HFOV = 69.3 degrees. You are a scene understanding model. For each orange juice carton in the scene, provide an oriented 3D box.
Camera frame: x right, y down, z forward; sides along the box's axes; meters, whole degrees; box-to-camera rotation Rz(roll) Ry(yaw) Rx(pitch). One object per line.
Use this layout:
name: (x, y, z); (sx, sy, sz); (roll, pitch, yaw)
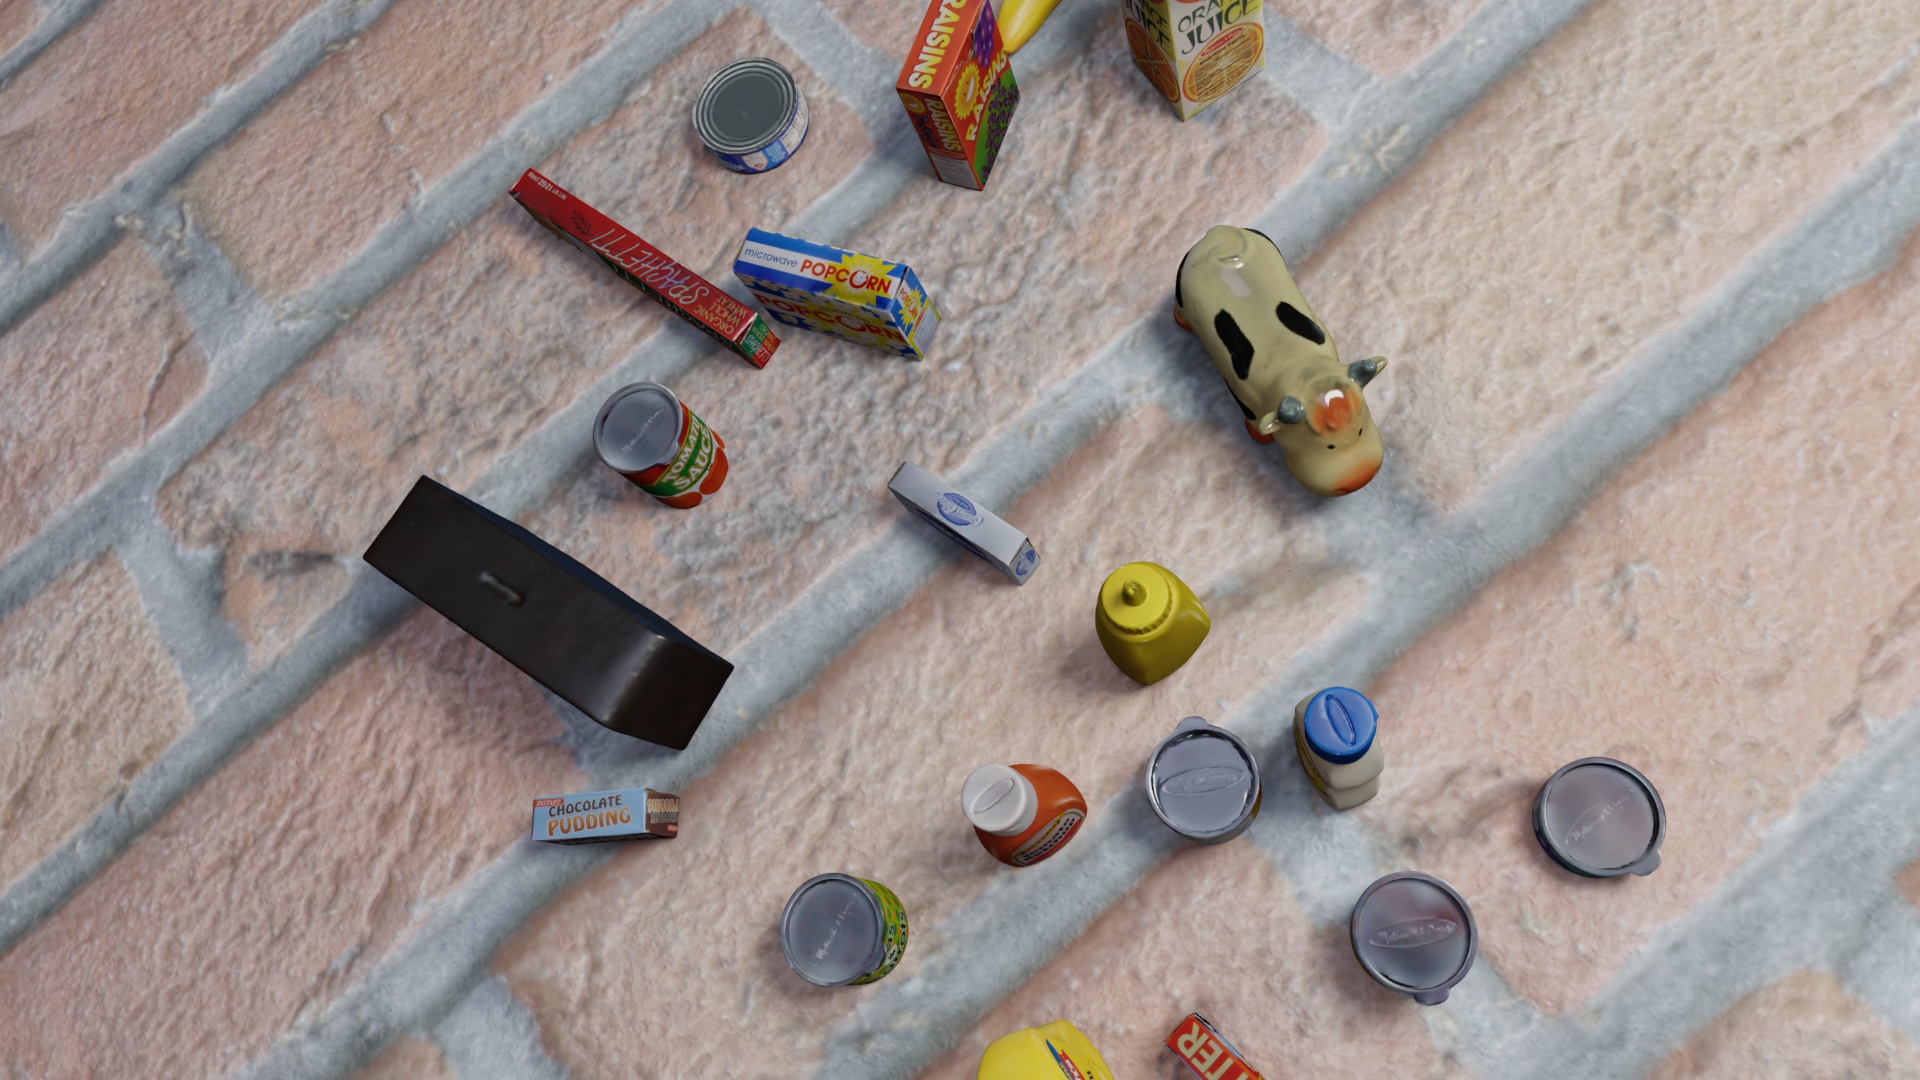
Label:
orange juice carton: (0.151, -0.375, 0.927); (0.073, 0.192, 0.072); (-34, 68, 2)

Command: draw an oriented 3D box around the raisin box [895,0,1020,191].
raisin box: (0.001, -0.317, 0.983); (0.040, 0.123, 0.086); (18, 78, 19)

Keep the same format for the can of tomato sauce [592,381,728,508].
can of tomato sauce: (-0.207, -0.065, 0.977); (0.071, 0.083, 0.071); (-4, 72, 13)

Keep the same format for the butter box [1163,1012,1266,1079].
butter box: (0.161, 0.311, 0.781); (0.024, 0.053, 0.104); (-46, 68, -3)

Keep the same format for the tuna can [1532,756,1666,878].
tuna can: (0.364, 0.160, 0.789); (0.071, 0.032, 0.071); (-4, 72, 13)

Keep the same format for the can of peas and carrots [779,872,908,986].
can of peas and carrots: (-0.069, 0.242, 0.857); (0.071, 0.058, 0.071); (-4, 72, 13)

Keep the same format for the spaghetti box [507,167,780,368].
spaghetti box: (-0.240, -0.206, 1.048); (0.250, 0.050, 0.029); (34, 84, 21)

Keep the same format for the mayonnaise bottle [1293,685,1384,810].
mayonnaise bottle: (0.212, 0.113, 0.780); (0.041, 0.148, 0.065); (-24, 69, 6)

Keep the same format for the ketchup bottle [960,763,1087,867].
ketchup bottle: (0.034, 0.157, 0.810); (0.065, 0.148, 0.043); (-40, 68, 0)

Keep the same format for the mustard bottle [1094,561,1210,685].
mustard bottle: (0.110, 0.043, 0.821); (0.065, 0.160, 0.049); (-42, 68, -1)

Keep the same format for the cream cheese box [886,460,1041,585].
cream cheese box: (0.003, -0.012, 0.923); (0.104, 0.053, 0.024); (33, 84, 21)

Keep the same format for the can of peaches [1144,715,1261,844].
can of peaches: (0.147, 0.145, 0.835); (0.071, 0.058, 0.071); (-4, 72, 13)

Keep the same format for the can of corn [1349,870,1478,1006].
can of corn: (0.254, 0.224, 0.782); (0.071, 0.058, 0.071); (-4, 72, 13)

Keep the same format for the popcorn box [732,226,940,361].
popcorn box: (-0.087, -0.174, 0.980); (0.127, 0.085, 0.038); (17, 78, 18)

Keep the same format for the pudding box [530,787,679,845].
pudding box: (-0.236, 0.184, 0.923); (0.084, 0.049, 0.030); (-7, 72, 12)
